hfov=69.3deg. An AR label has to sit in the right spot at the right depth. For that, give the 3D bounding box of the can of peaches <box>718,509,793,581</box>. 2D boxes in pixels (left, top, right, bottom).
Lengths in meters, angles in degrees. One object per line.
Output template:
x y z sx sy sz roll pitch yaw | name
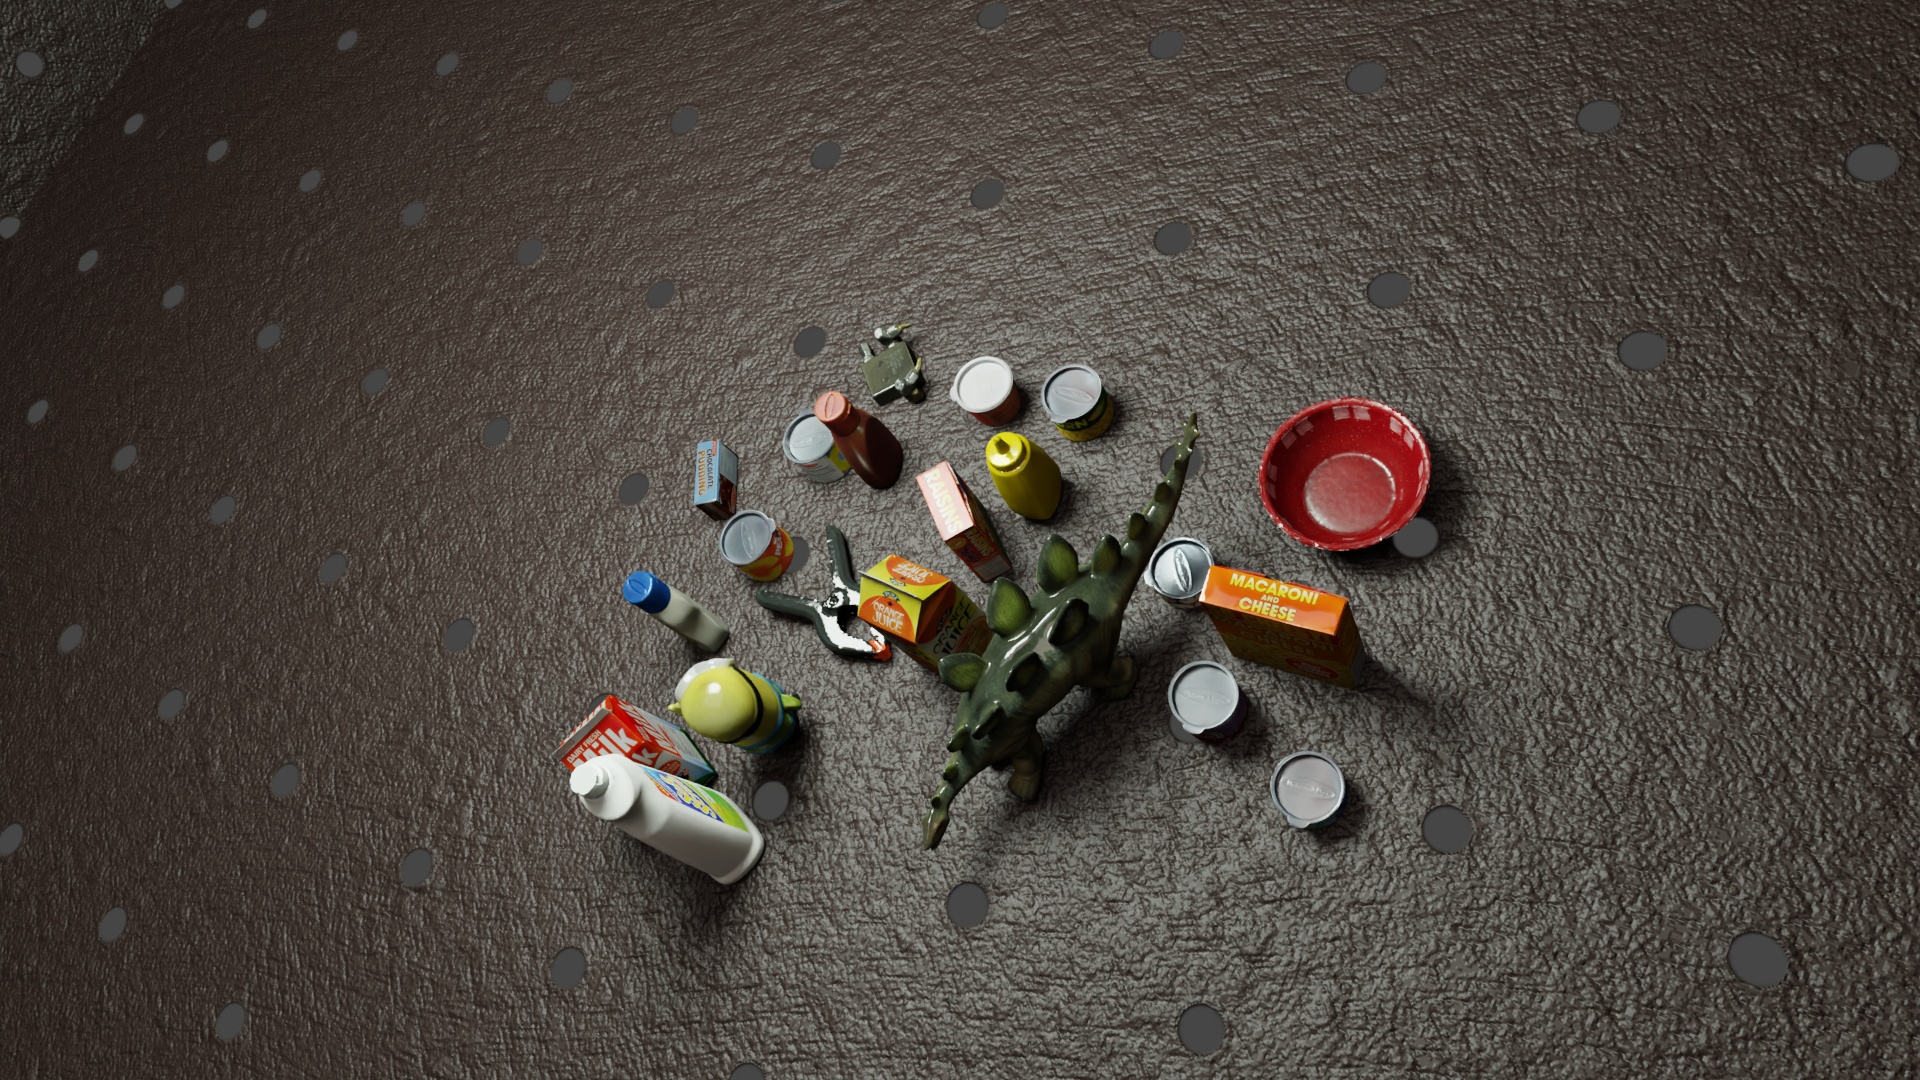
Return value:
-0.226 0.006 1.560 0.071 0.058 0.071 -8 65 18 | can of peaches

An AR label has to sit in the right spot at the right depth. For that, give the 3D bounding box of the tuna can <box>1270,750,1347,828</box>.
0.316 0.229 1.260 0.071 0.032 0.071 -8 65 18 | tuna can

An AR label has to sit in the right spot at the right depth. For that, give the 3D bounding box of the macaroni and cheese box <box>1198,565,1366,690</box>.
0.294 0.079 1.258 0.124 0.166 0.040 14 74 26 | macaroni and cheese box

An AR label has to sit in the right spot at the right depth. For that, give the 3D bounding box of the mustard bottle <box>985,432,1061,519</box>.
0.060 -0.074 1.422 0.049 0.160 0.065 10 72 25 | mustard bottle

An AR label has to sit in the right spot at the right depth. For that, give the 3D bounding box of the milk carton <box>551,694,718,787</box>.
-0.340 0.221 1.432 0.072 0.190 0.073 -44 59 -1 | milk carton

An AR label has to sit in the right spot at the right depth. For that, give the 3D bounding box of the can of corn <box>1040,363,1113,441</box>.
0.125 -0.144 1.487 0.071 0.058 0.071 -8 65 18 | can of corn

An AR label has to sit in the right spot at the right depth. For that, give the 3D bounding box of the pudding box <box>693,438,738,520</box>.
-0.285 -0.071 1.622 0.030 0.049 0.084 -10 64 18 | pudding box

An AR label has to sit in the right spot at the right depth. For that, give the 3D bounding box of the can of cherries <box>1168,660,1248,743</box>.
0.233 0.155 1.311 0.071 0.058 0.072 -8 65 18 | can of cherries

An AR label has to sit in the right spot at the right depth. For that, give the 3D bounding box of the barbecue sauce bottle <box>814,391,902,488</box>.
-0.111 -0.113 1.514 0.043 0.148 0.065 -1 68 22 | barbecue sauce bottle

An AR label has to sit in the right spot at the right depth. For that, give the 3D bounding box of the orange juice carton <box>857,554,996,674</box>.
-0.036 0.075 1.375 0.072 0.192 0.073 23 78 28 | orange juice carton

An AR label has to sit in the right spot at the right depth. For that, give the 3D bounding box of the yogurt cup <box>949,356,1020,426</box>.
0.033 -0.161 1.534 0.072 0.054 0.072 -8 65 18 | yogurt cup

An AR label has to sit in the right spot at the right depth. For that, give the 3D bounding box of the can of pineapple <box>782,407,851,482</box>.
-0.160 -0.108 1.584 0.071 0.057 0.071 -8 65 18 | can of pineapple

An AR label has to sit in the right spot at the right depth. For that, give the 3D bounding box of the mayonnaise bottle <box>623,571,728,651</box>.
-0.312 0.075 1.511 0.065 0.147 0.041 29 81 29 | mayonnaise bottle

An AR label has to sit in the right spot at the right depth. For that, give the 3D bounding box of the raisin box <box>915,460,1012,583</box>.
0.005 -0.018 1.441 0.040 0.123 0.086 -28 60 9 | raisin box

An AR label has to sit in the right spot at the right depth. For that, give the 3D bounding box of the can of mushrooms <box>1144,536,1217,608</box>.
0.221 0.033 1.384 0.071 0.033 0.071 -8 65 18 | can of mushrooms
